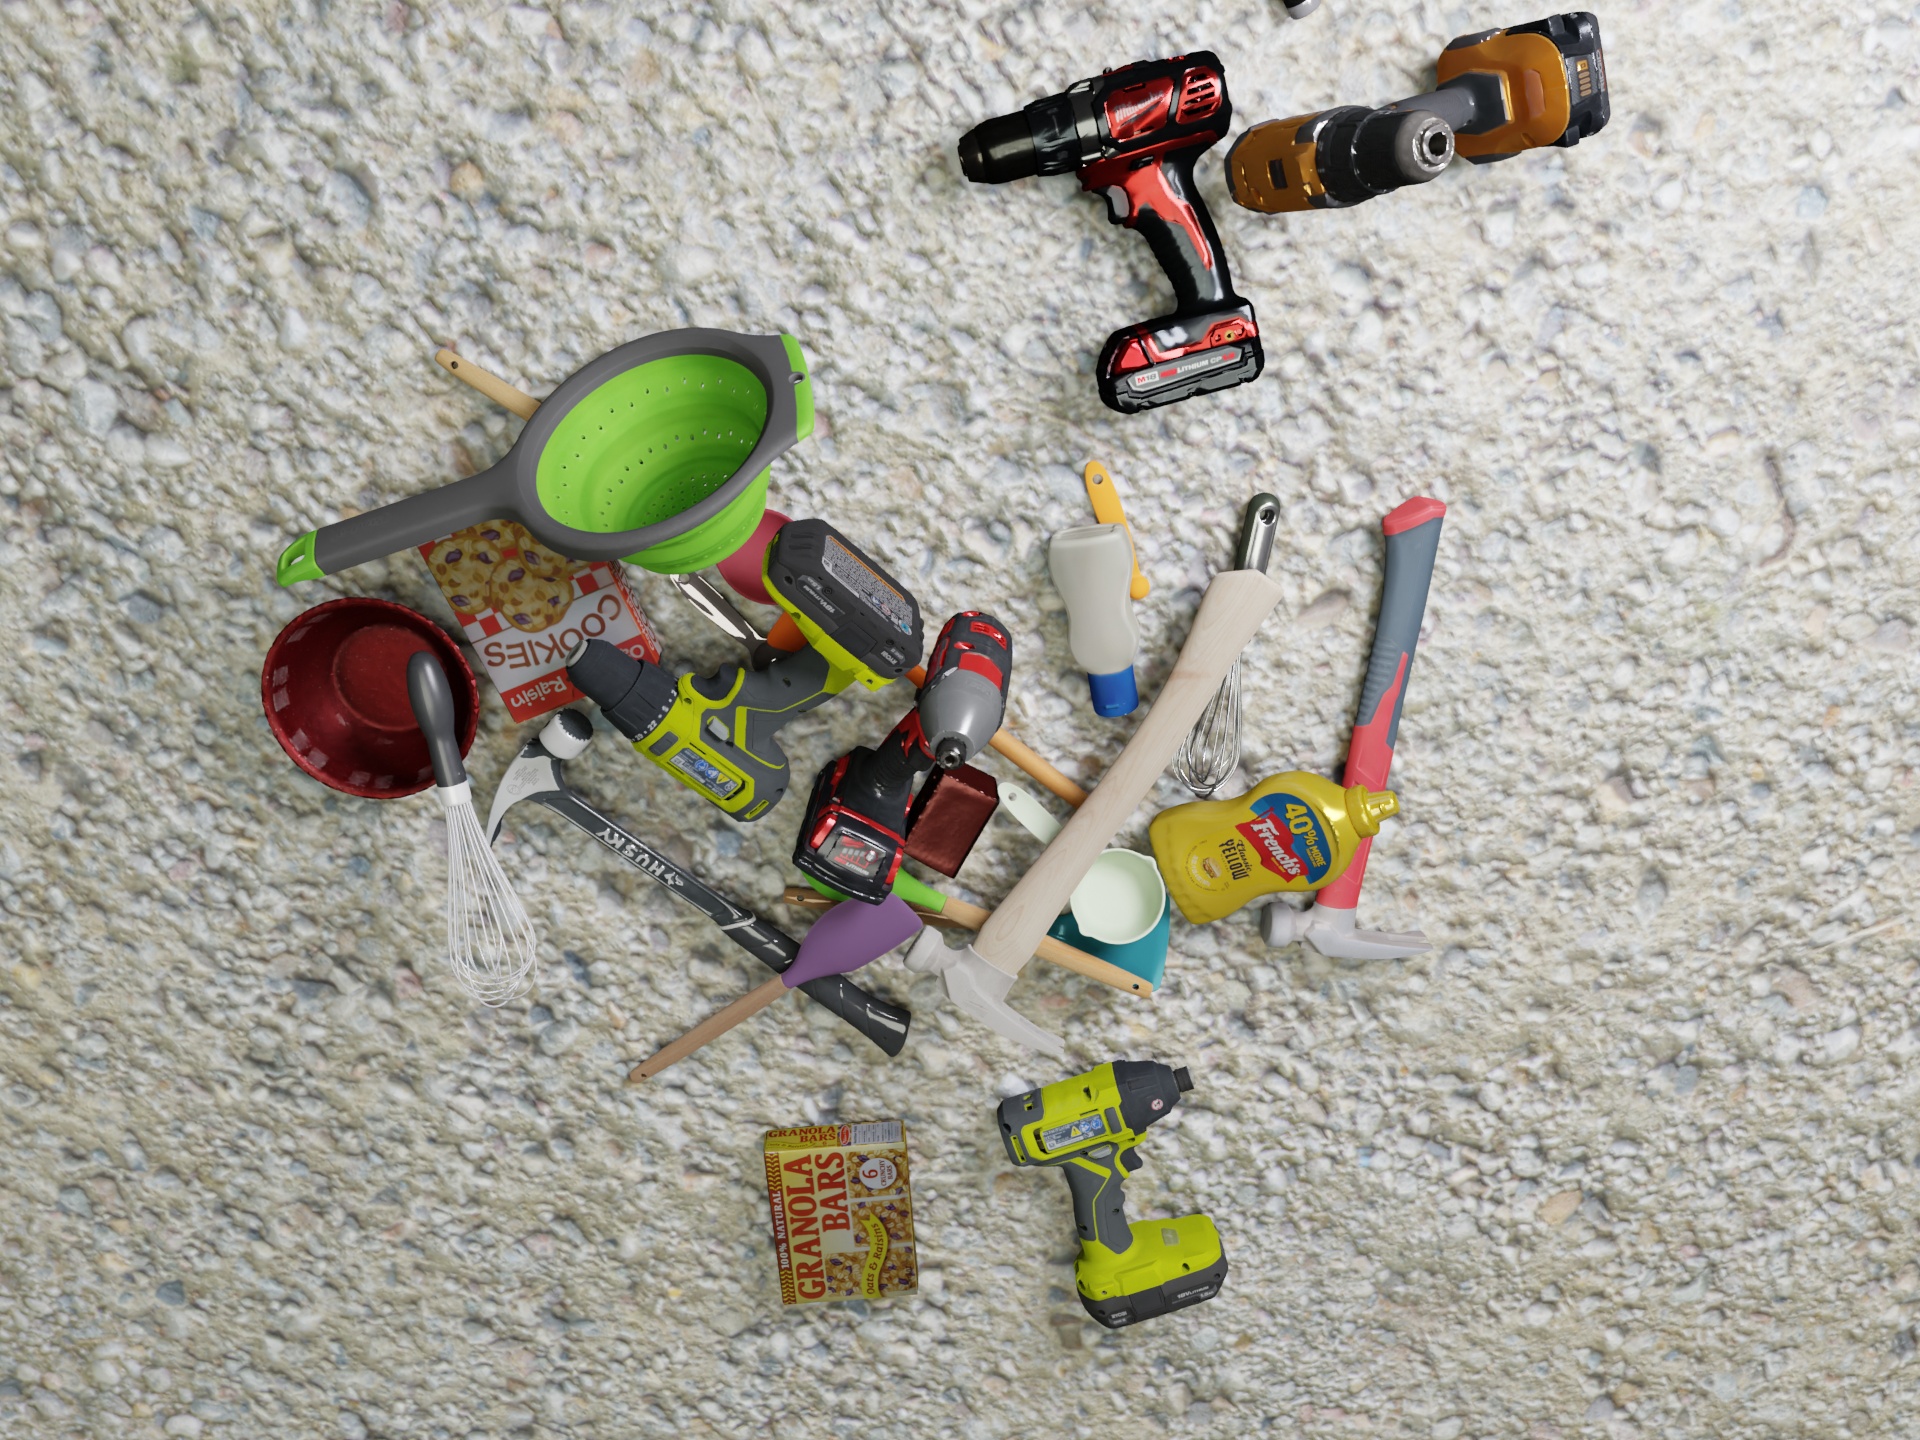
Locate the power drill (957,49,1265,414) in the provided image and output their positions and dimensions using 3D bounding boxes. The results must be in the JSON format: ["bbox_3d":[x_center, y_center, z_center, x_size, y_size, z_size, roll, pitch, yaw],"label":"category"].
[{"bbox_3d":[0.110,-0.334,1.113,0.188,0.080,0.226,-14,108,3],"label":"power drill"}]

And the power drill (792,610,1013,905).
[{"bbox_3d":[-0.038,0.032,1.179,0.078,0.143,0.219,28,128,-14],"label":"power drill"}]

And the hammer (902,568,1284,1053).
[{"bbox_3d":[0.125,0.066,1.226,0.146,0.038,0.410,34,101,0],"label":"hammer"}]

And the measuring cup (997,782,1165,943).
[{"bbox_3d":[0.093,0.110,1.287,0.167,0.038,0.083,43,88,6],"label":"measuring cup"}]

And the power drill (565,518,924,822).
[{"bbox_3d":[-0.158,-0.041,1.169,0.228,0.080,0.190,-38,119,25],"label":"power drill"}]

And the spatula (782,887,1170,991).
[{"bbox_3d":[0.011,0.163,1.313,0.317,0.044,0.082,7,88,-3],"label":"spatula"}]

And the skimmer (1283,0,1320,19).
[{"bbox_3d":[0.134,-0.625,1.028,0.127,0.090,0.363,-35,118,7],"label":"skimmer"}]

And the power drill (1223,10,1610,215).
[{"bbox_3d":[0.308,-0.384,1.017,0.226,0.185,0.084,-24,111,-16],"label":"power drill"}]

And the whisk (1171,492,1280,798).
[{"bbox_3d":[0.211,-0.056,1.237,0.057,0.059,0.246,6,106,-16],"label":"whisk"}]

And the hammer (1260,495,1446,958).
[{"bbox_3d":[0.346,0.014,1.273,0.143,0.038,0.386,5,110,-6],"label":"hammer"}]

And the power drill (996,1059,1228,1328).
[{"bbox_3d":[0.147,0.407,1.395,0.171,0.080,0.223,-19,107,5],"label":"power drill"}]

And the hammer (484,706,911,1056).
[{"bbox_3d":[-0.202,0.157,1.298,0.408,0.036,0.149,39,118,-18],"label":"hammer"}]

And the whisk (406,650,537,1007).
[{"bbox_3d":[-0.375,0.084,1.204,0.070,0.070,0.284,-9,105,1],"label":"whisk"}]

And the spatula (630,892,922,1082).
[{"bbox_3d":[-0.163,0.224,1.308,0.316,0.018,0.059,-35,111,24],"label":"spatula"}]

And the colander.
[{"bbox_3d":[-0.278,-0.145,1.114,0.397,0.205,0.094,-18,142,6],"label":"colander"}]

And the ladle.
[{"bbox_3d":[-0.246,-0.184,1.180,0.315,0.031,0.069,31,94,-11],"label":"ladle"}]

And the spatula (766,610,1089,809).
[{"bbox_3d":[-0.002,-0.004,1.250,0.322,0.041,0.081,37,118,-16],"label":"spatula"}]

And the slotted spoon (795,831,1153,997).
[{"bbox_3d":[0.011,0.157,1.288,0.314,0.031,0.070,23,95,-1],"label":"slotted spoon"}]

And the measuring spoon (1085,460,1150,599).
[{"bbox_3d":[0.120,-0.144,1.217,0.021,0.011,0.116,-21,110,6],"label":"measuring spoon"}]

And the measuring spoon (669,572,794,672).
[{"bbox_3d":[-0.177,-0.079,1.232,0.124,0.018,0.034,43,104,-9],"label":"measuring spoon"}]
